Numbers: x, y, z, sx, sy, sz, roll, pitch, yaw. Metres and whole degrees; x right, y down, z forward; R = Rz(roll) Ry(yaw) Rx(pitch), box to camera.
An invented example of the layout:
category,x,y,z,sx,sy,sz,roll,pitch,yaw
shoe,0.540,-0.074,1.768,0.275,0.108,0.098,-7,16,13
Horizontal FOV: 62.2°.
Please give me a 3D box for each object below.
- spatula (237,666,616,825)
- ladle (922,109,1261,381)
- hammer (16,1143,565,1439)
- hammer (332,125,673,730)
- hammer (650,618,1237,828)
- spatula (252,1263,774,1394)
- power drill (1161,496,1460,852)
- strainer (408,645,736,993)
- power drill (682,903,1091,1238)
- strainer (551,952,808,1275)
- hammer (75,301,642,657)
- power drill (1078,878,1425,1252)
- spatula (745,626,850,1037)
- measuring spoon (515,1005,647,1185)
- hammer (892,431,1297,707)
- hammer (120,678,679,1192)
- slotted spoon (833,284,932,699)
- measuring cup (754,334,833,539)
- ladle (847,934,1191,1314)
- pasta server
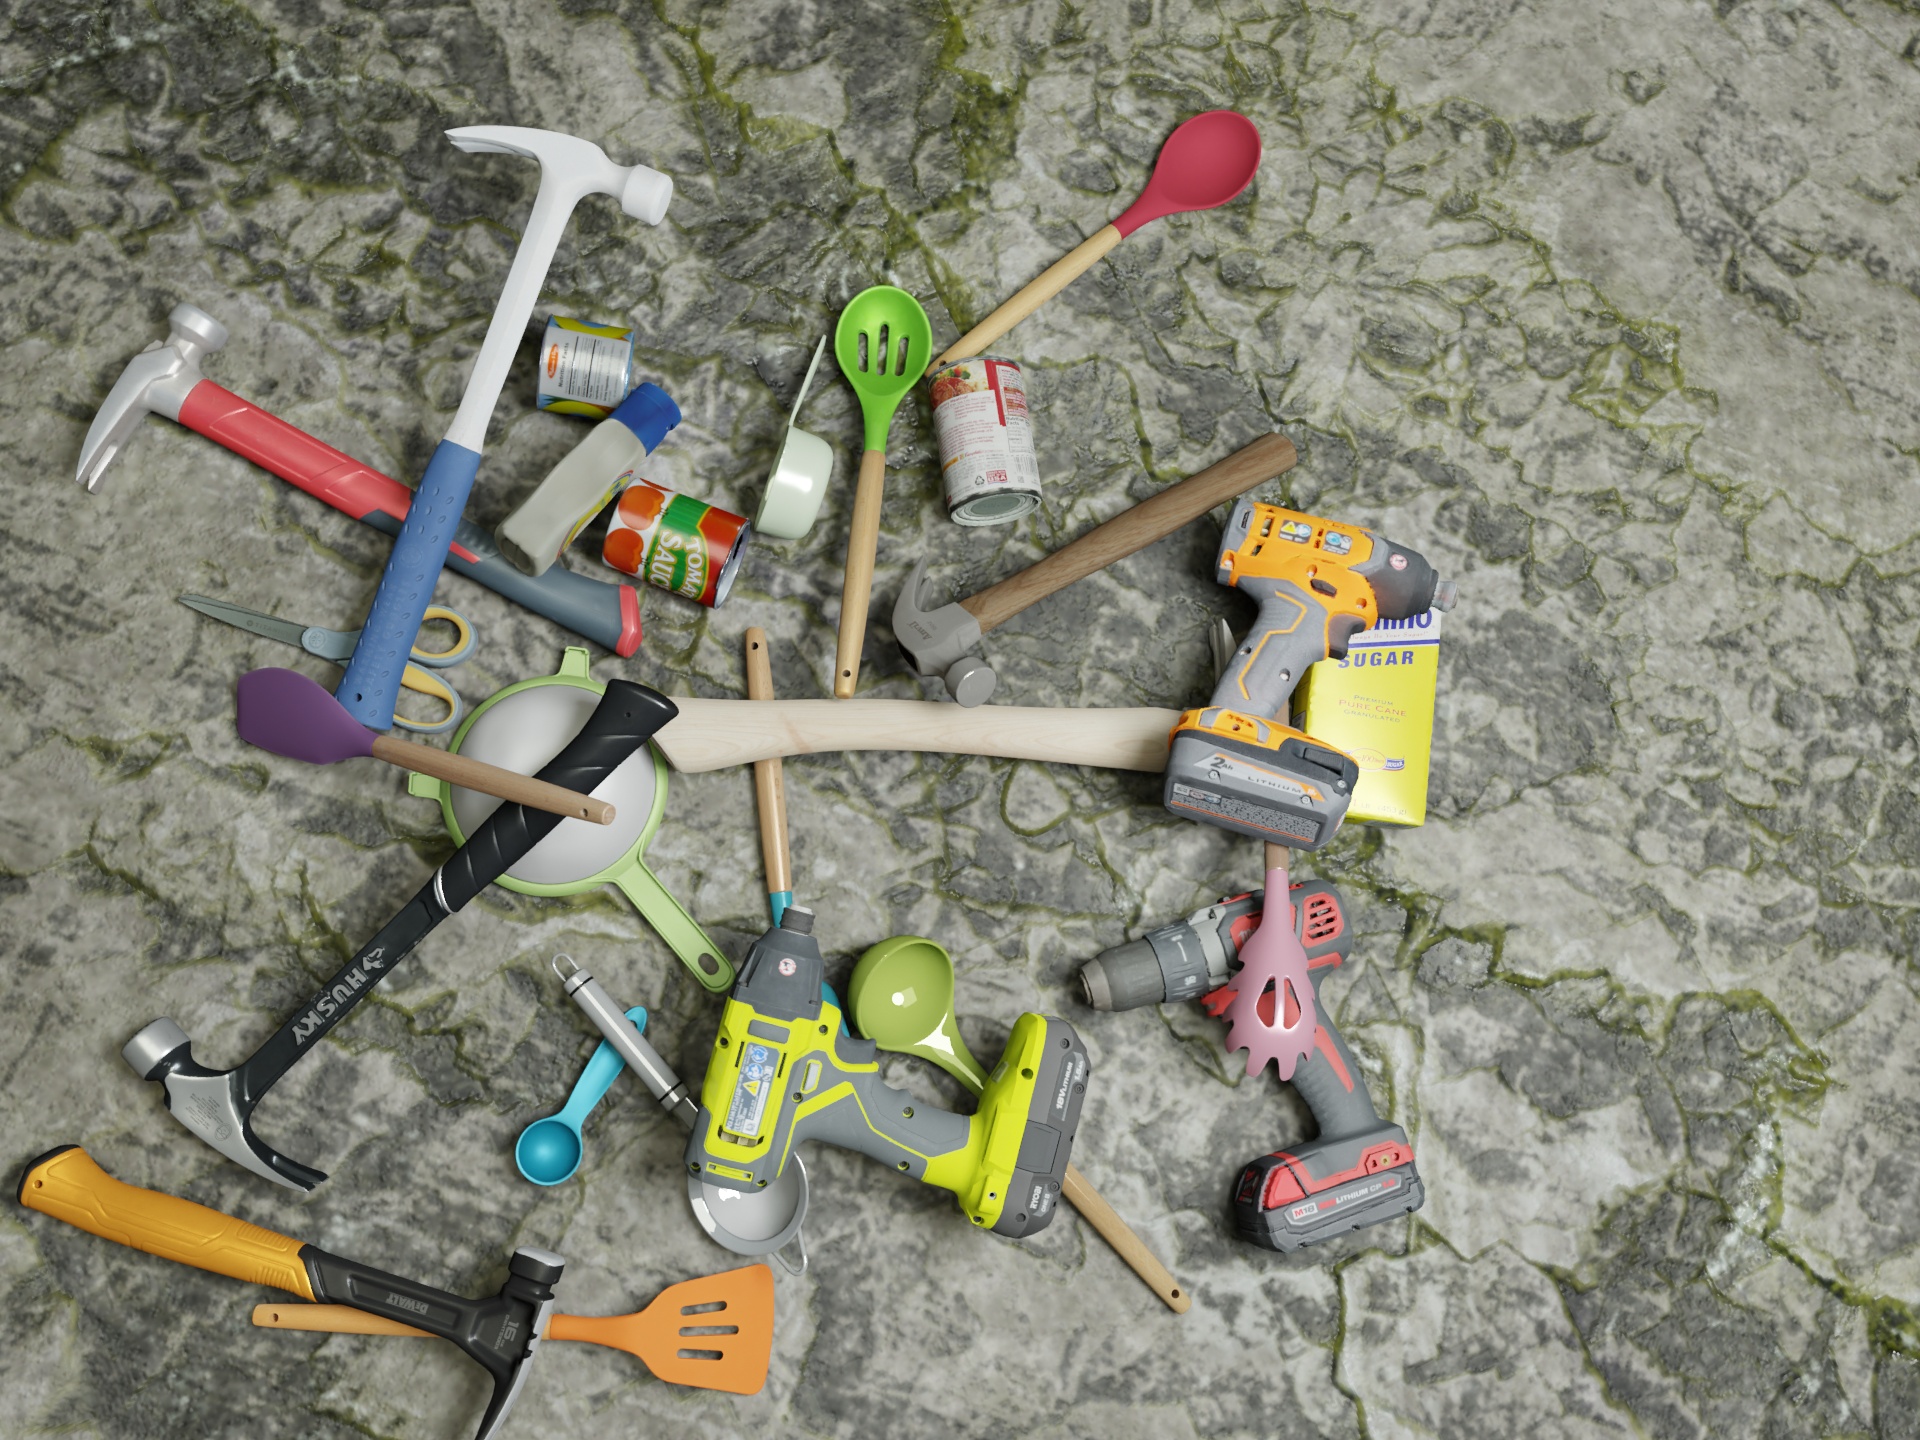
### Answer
category,x,y,z,sx,sy,sz,roll,pitch,yaw
spatula,-0.343,0.020,0.992,0.316,0.018,0.059,14,106,25
ladle,0.096,-0.345,1.176,0.315,0.031,0.069,-39,84,-9
hammer,-0.422,0.342,0.980,0.337,0.034,0.127,18,76,3
hammer,-0.328,-0.192,1.040,0.144,0.035,0.405,21,91,-3
hammer,-0.002,-0.003,1.084,0.410,0.038,0.146,2,79,-11
spatula,-0.282,0.383,1.011,0.322,0.041,0.081,3,80,-1
power drill,0.233,-0.034,1.056,0.164,0.084,0.227,15,66,11
strainer,-0.236,0.078,1.044,0.151,0.069,0.256,-41,85,-11
power drill,-0.041,0.220,0.982,0.223,0.080,0.171,16,83,-6
strainer,-0.178,0.248,1.031,0.087,0.050,0.258,-43,85,15
hammer,-0.397,-0.133,1.080,0.386,0.038,0.143,28,80,-1
power drill,0.193,0.232,1.061,0.188,0.080,0.227,-15,79,-9
spatula,-0.124,0.089,1.067,0.082,0.044,0.318,-8,80,3
measuring spoon,-0.245,0.244,1.044,0.042,0.021,0.129,34,69,-6
hammer,0.098,-0.123,1.111,0.331,0.031,0.130,-30,44,-19
hammer,-0.333,0.124,0.999,0.409,0.036,0.149,-43,90,3
slotted spoon,-0.065,-0.161,1.101,0.070,0.031,0.314,7,69,-4
measuring cup,-0.104,-0.200,1.116,0.038,0.083,0.168,20,63,-11
ladle,0.045,0.271,1.048,0.078,0.062,0.320,-42,89,-18
pasta server,0.210,0.082,1.068,0.060,0.040,0.316,6,59,1
